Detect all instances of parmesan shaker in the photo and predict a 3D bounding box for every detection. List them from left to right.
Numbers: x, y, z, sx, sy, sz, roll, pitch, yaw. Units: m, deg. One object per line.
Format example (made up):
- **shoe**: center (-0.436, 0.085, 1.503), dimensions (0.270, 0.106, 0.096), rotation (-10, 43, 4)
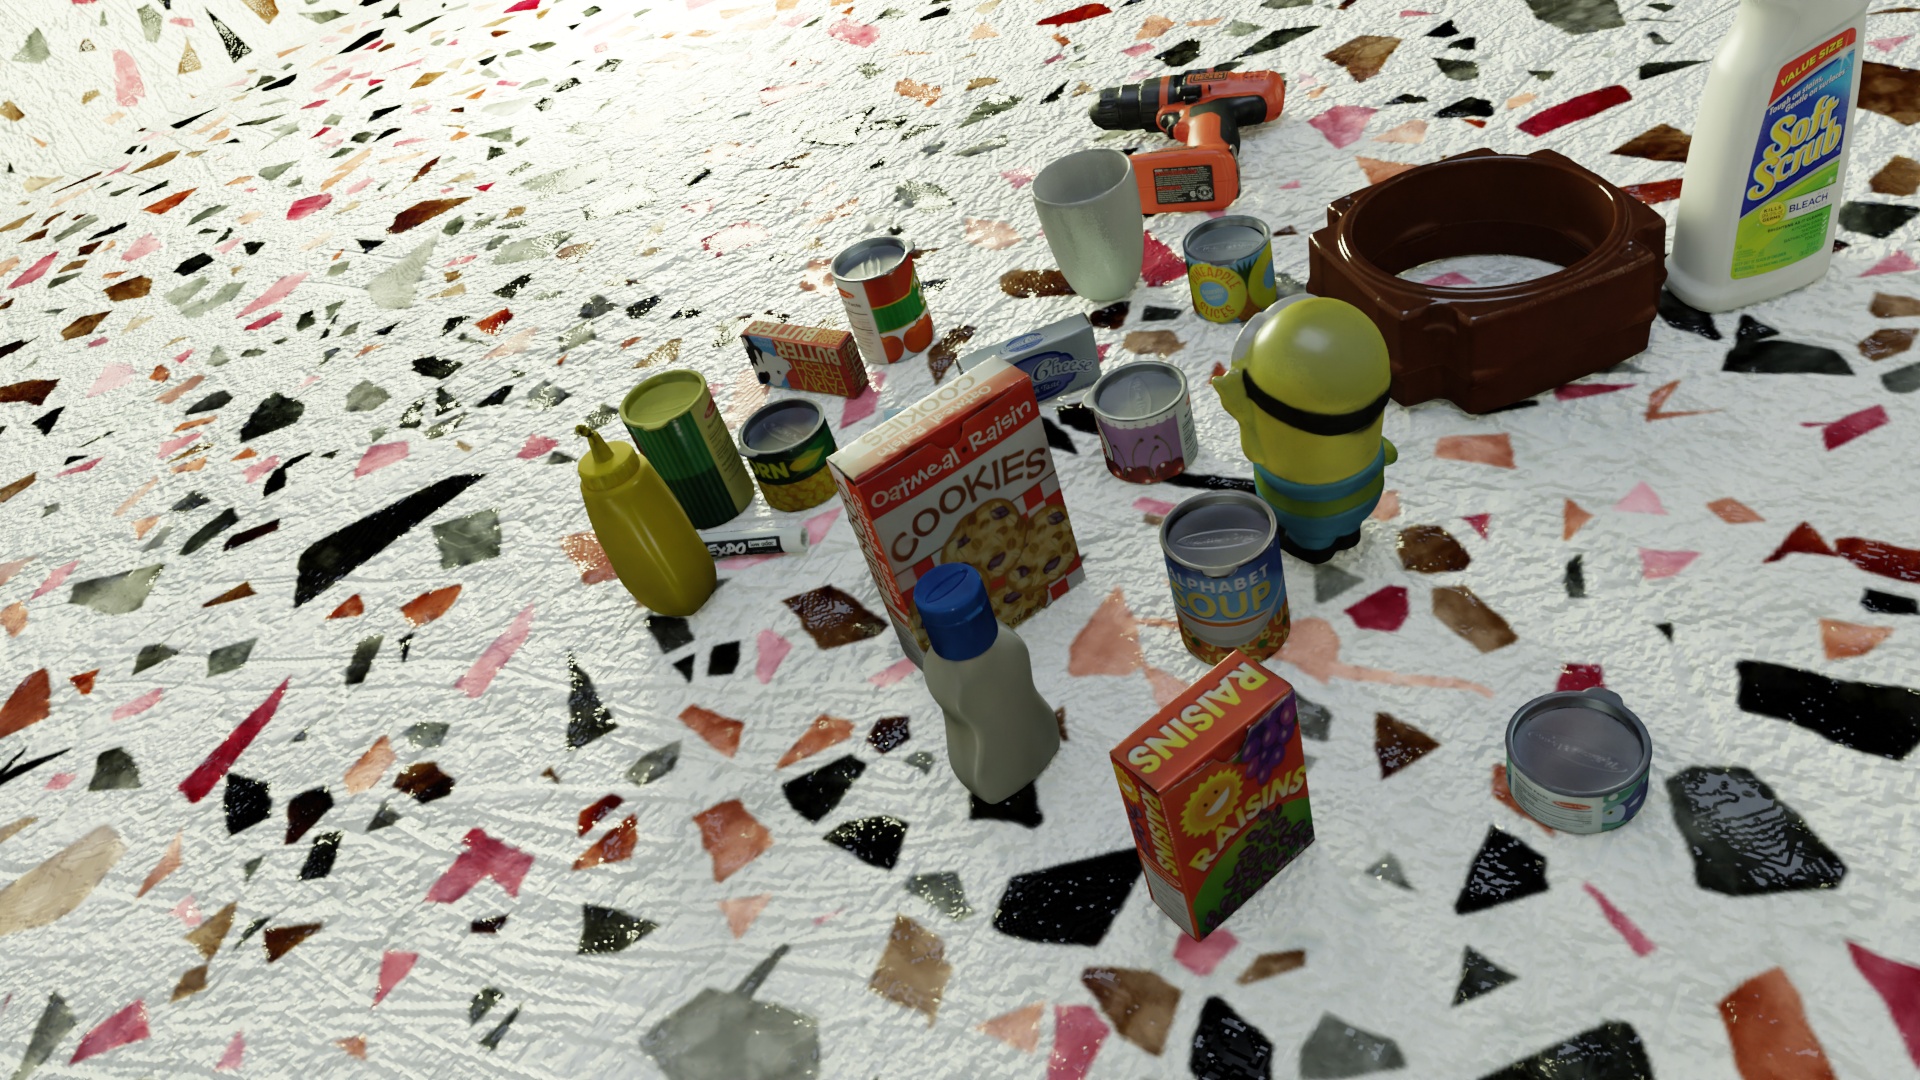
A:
- **parmesan shaker**: center (-0.201, -0.064, 1.023), dimensions (0.071, 0.102, 0.072), rotation (-11, 40, 9)

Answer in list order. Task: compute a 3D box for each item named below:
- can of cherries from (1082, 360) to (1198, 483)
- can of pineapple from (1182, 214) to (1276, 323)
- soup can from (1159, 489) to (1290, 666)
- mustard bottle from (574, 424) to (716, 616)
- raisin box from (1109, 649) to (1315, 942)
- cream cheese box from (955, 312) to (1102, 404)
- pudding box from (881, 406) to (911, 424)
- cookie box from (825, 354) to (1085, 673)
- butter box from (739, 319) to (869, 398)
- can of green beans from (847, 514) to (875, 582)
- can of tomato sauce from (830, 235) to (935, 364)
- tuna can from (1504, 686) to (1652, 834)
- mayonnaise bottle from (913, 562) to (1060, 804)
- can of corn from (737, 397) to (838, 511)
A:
- **can of cherries**: center (0.124, -0.081, 0.953), dimensions (0.071, 0.058, 0.072), rotation (-11, 40, 9)
- **can of pineapple**: center (0.206, -0.207, 1.065), dimensions (0.071, 0.057, 0.071), rotation (-11, 40, 9)
- **soup can**: center (0.154, 0.025, 0.802), dimensions (0.071, 0.083, 0.072), rotation (-11, 40, 9)
- **mustard bottle**: center (-0.217, -0.018, 0.933), dimensions (0.065, 0.159, 0.049), rotation (9, 47, 30)
- **raisin box**: center (0.124, 0.125, 0.669), dimensions (0.086, 0.122, 0.040), rotation (-34, 42, -18)
- **cream cheese box**: center (0.053, -0.127, 1.037), dimensions (0.104, 0.053, 0.024), rotation (-20, 40, -2)
- **pudding box**: center (-0.012, -0.072, 1.002), dimensions (0.083, 0.049, 0.030), rotation (-7, 41, 14)
- **cookie box**: center (0.003, -0.010, 0.835), dimensions (0.123, 0.166, 0.040), rotation (-34, 42, -17)
- **butter box**: center (-0.126, -0.148, 1.128), dimensions (0.103, 0.053, 0.024), rotation (11, 48, 31)
- **can of green beans**: center (-0.035, -0.005, 0.928), dimensions (0.071, 0.057, 0.071), rotation (-11, 40, 9)
- **can of tomato sauce**: center (-0.061, -0.197, 1.136), dimensions (0.071, 0.082, 0.071), rotation (-11, 40, 9)
- **tuna can**: center (0.307, 0.108, 0.689), dimensions (0.071, 0.032, 0.071), rotation (-11, 40, 9)
- **mayonnaise bottle**: center (0.011, 0.076, 0.749), dimensions (0.065, 0.147, 0.041), rotation (-38, 43, -21)
- **can of corn**: center (-0.125, -0.062, 1.027), dimensions (0.071, 0.058, 0.071), rotation (-11, 40, 9)
